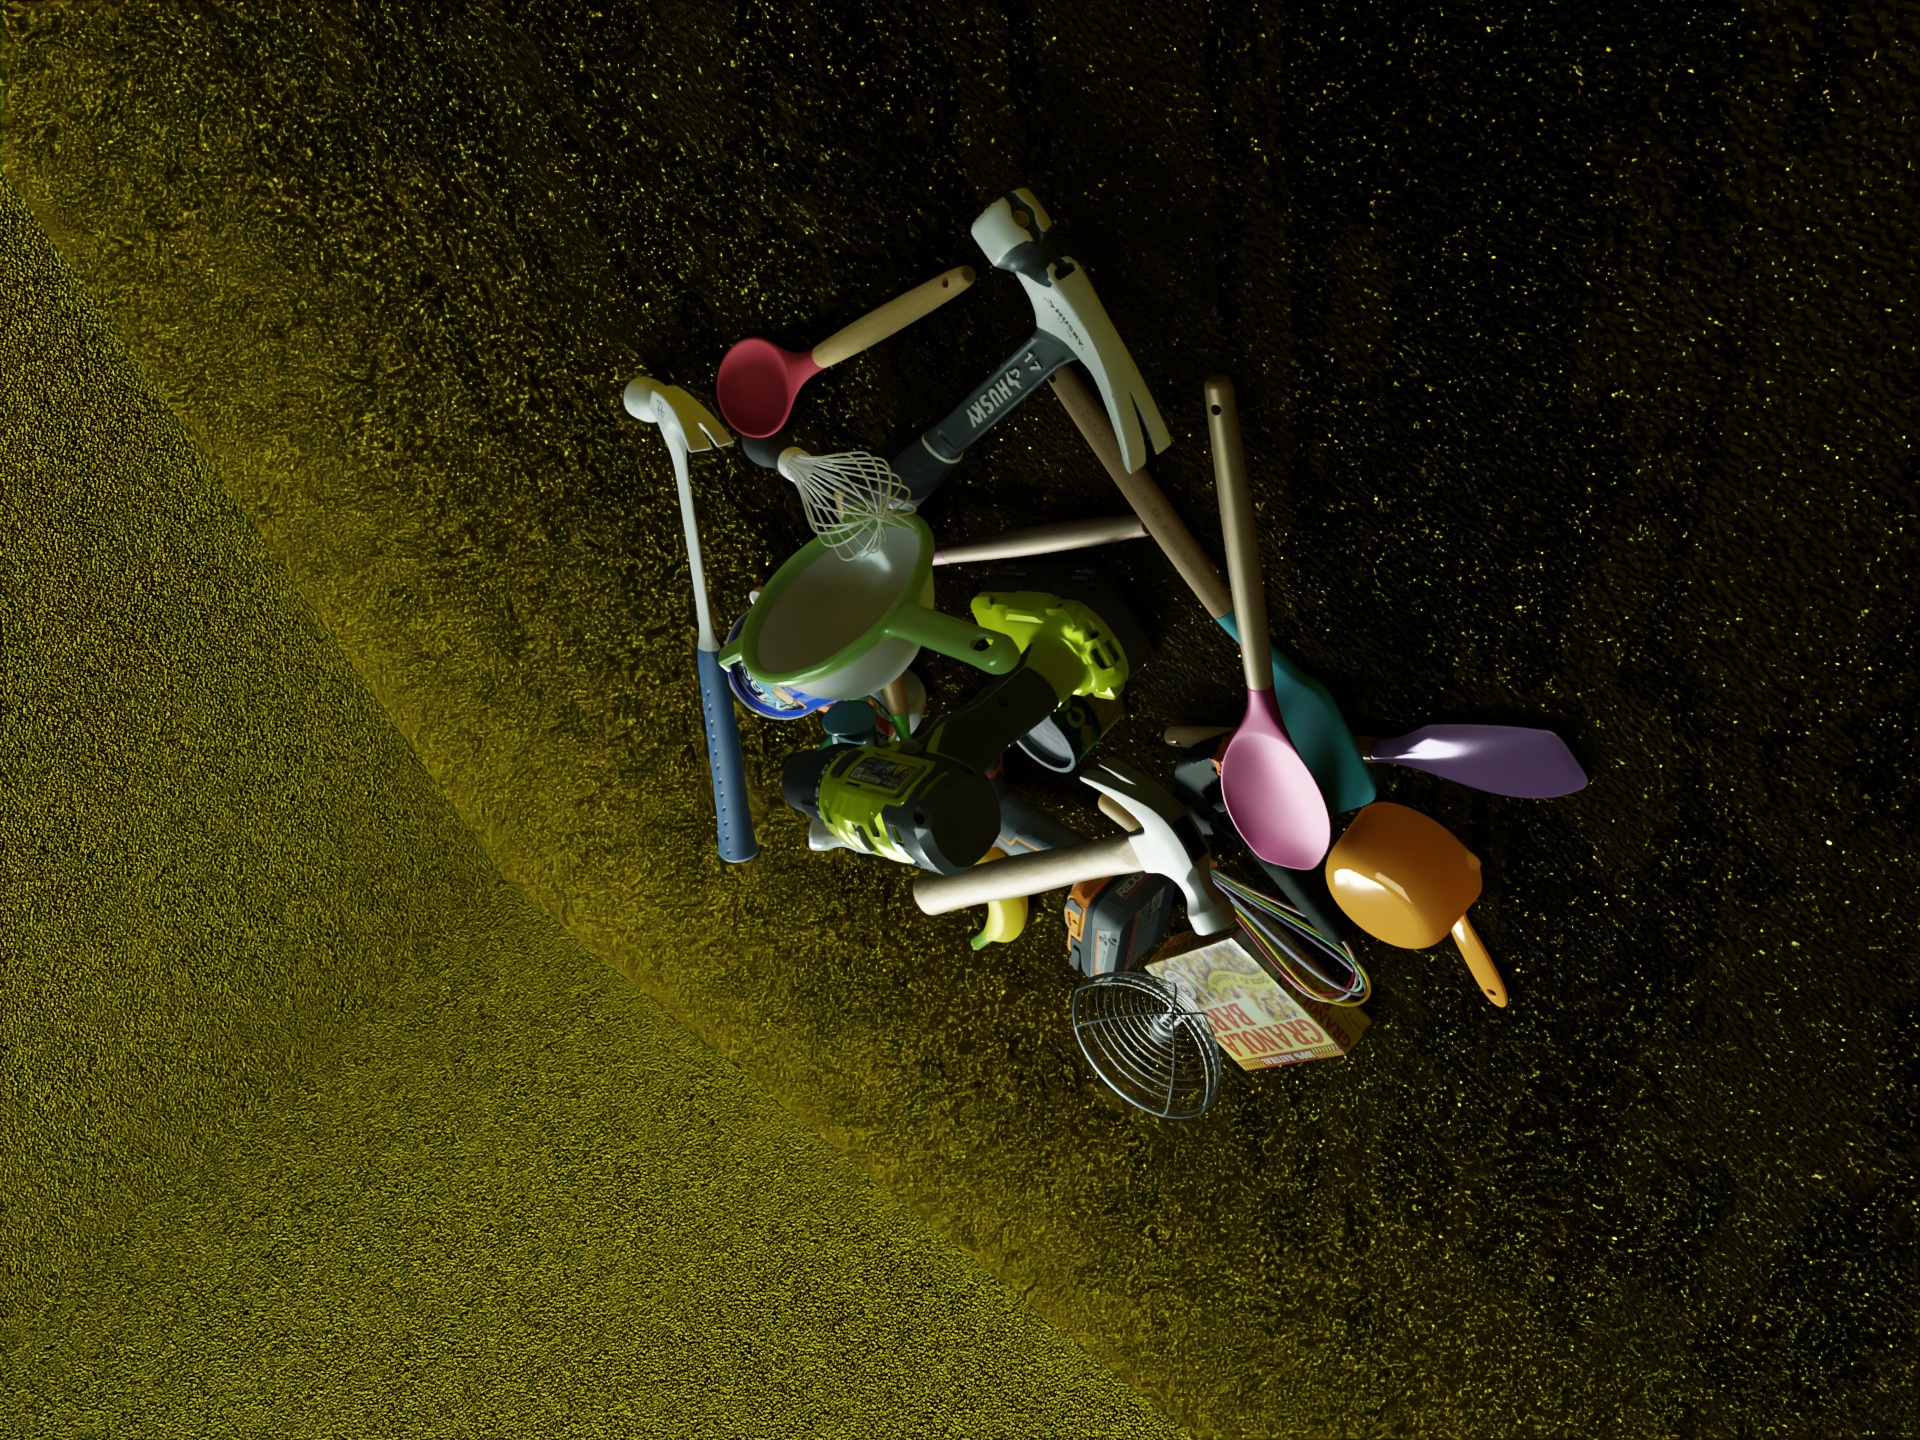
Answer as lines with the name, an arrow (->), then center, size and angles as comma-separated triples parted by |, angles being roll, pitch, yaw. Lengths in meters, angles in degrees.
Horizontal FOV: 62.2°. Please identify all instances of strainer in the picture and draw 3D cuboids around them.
strainer -> -0.035, -0.052, 1.007 | 0.257, 0.151, 0.069 | 22, 158, 50

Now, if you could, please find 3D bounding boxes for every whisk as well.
whisk -> 0.195, 0.126, 1.160 | 0.245, 0.047, 0.051 | 38, 164, 25
whisk -> -0.103, -0.169, 1.087 | 0.070, 0.070, 0.285 | 59, 170, -30

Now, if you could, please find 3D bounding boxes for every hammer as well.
hammer -> -0.083, 0.057, 1.388 | 0.128, 0.033, 0.330 | 2, 158, 2
hammer -> -0.205, -0.068, 1.296 | 0.144, 0.035, 0.405 | 32, 133, 53
hammer -> 0.062, 0.110, 1.188 | 0.331, 0.031, 0.130 | -19, 99, 54
hammer -> 0.000, -0.171, 0.974 | 0.149, 0.036, 0.409 | 54, 160, -5

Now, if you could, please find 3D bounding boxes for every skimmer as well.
skimmer -> 0.150, 0.265, 1.294 | 0.127, 0.090, 0.363 | 43, 173, 13

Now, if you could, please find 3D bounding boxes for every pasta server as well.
pasta server -> 0.011, -0.107, 1.056 | 0.316, 0.060, 0.040 | -1, 99, 50

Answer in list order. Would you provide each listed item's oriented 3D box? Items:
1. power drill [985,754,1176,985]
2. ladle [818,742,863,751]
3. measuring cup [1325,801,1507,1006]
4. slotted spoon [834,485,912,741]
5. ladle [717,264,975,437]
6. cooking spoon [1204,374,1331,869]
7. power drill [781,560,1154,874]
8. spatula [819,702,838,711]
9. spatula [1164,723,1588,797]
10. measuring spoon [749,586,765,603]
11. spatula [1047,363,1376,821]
power drill -> 0.063, 0.110, 1.301 | 0.227, 0.084, 0.164 | 38, 152, 24
ladle -> -0.066, 0.088, 1.349 | 0.320, 0.062, 0.078 | 64, -170, -72
measuring cup -> 0.291, 0.132, 0.995 | 0.173, 0.052, 0.095 | 56, 155, -20
slotted spoon -> -0.052, -0.029, 1.229 | 0.070, 0.031, 0.313 | -126, 20, -67
ladle -> -0.079, -0.241, 1.020 | 0.315, 0.031, 0.069 | -6, 101, 58
cooking spoon -> 0.165, -0.042, 0.888 | 0.069, 0.017, 0.318 | 11, 130, 35
power drill -> -0.002, -0.003, 1.031 | 0.191, 0.228, 0.080 | 11, 140, 53
spatula -> -0.072, 0.004, 1.432 | 0.323, 0.041, 0.081 | 33, 154, 16
spatula -> 0.231, 0.018, 0.951 | 0.059, 0.018, 0.316 | 49, 157, -26
measuring spoon -> -0.133, -0.079, 1.407 | 0.124, 0.018, 0.034 | 37, 155, 0
spatula -> 0.135, -0.078, 0.918 | 0.317, 0.044, 0.082 | 52, 144, -14
